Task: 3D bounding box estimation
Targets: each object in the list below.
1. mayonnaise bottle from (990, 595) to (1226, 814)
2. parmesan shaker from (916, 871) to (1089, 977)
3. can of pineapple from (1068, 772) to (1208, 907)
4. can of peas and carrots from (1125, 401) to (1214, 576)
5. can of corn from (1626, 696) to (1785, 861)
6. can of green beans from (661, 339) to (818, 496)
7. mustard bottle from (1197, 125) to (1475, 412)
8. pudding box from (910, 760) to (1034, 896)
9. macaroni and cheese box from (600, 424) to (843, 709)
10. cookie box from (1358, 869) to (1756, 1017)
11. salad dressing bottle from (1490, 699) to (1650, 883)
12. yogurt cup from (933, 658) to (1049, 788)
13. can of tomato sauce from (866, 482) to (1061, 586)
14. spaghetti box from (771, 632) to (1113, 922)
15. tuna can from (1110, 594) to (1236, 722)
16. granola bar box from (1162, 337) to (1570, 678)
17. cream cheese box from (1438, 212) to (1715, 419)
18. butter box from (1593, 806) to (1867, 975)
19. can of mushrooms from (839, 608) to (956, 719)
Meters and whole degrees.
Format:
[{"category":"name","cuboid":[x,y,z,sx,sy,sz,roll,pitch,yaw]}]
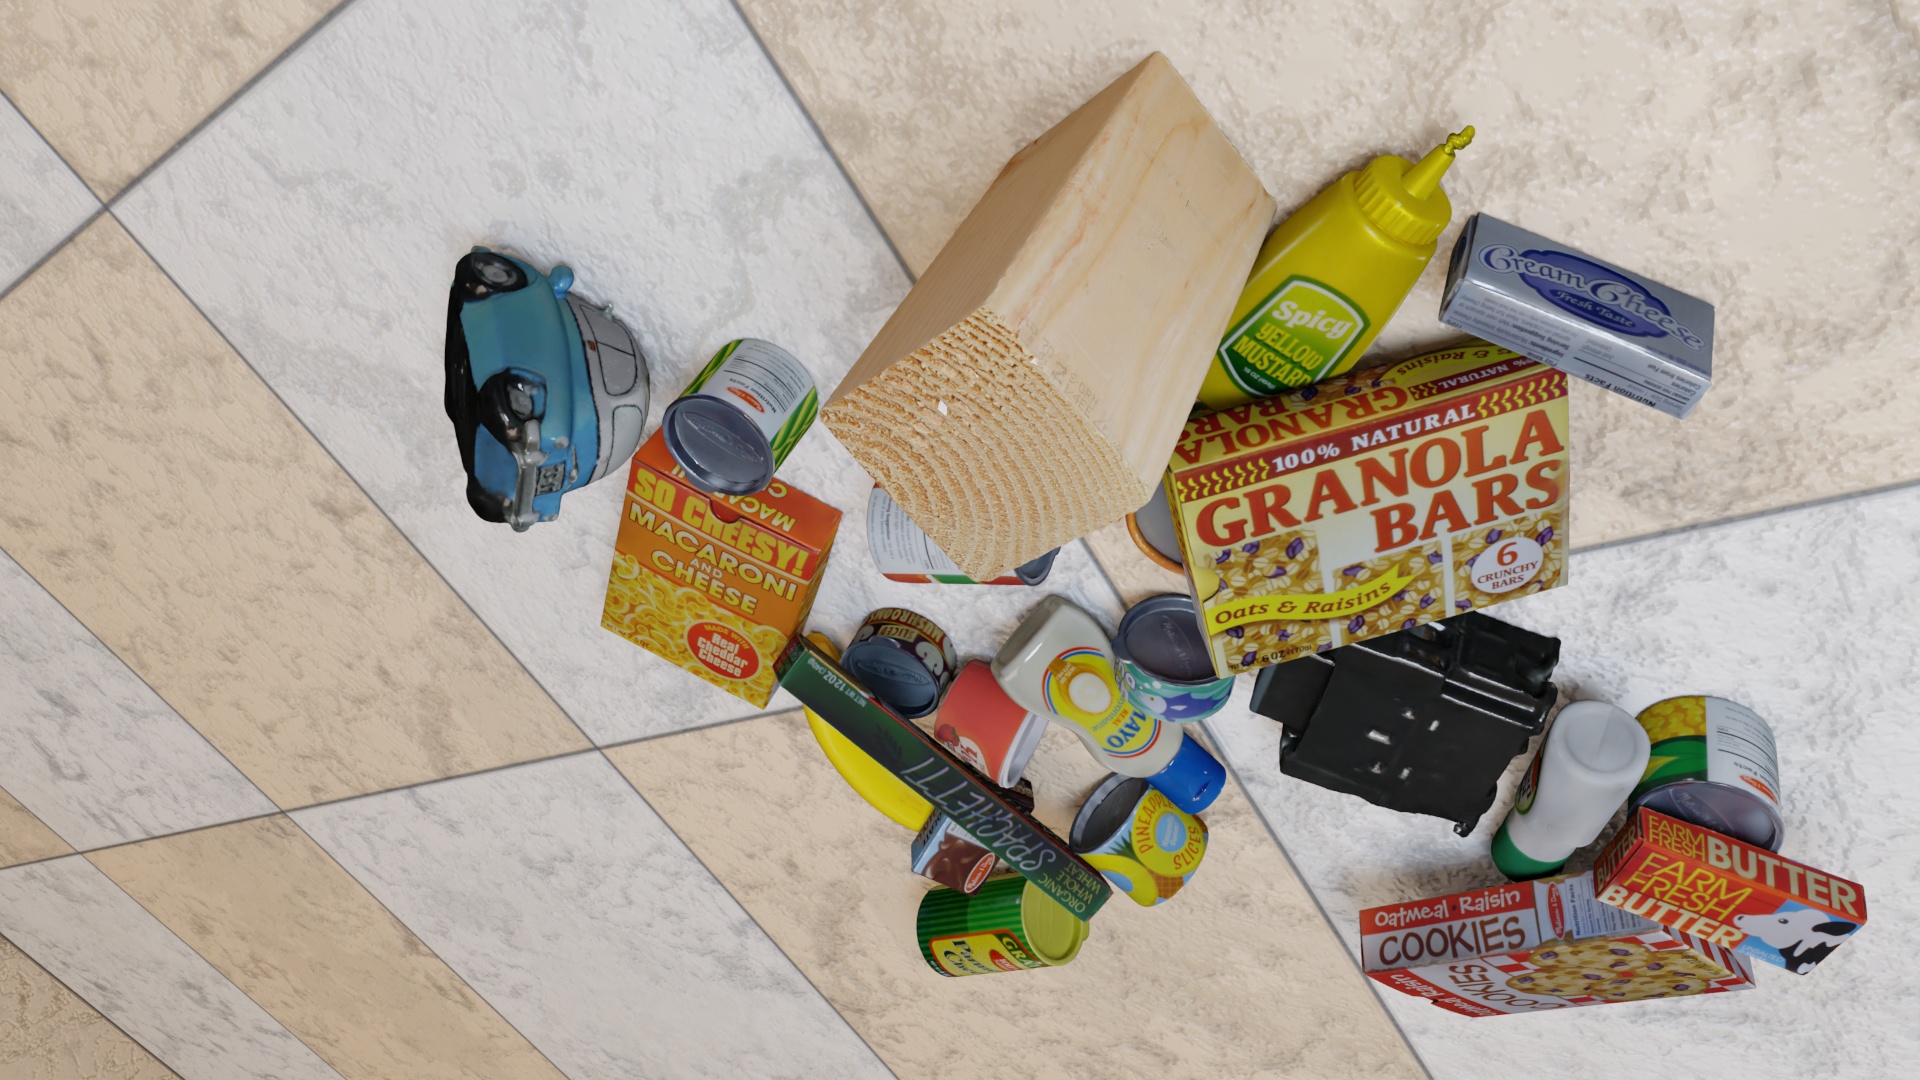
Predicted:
[{"category":"mayonnaise bottle","cuboid":[0.090,0.099,0.796,0.148,0.041,0.065,41,89,-14]},{"category":"parmesan shaker","cuboid":[0.029,0.270,0.974,0.103,0.072,0.071,-22,116,39]},{"category":"can of pineapple","cuboid":[0.110,0.181,0.851,0.058,0.071,0.070,41,135,-12]},{"category":"can of peas and carrots","cuboid":[0.116,-0.026,0.670,0.071,0.059,0.070,14,133,15]},{"category":"can of corn","cuboid":[0.359,0.119,0.676,0.071,0.058,0.070,14,134,15]},{"category":"can of green beans","cuboid":[-0.118,-0.067,0.753,0.071,0.058,0.071,14,134,15]},{"category":"mustard bottle","cuboid":[0.156,-0.112,0.580,0.065,0.049,0.159,29,136,-8]},{"category":"pudding box","cuboid":[0.007,0.187,0.908,0.049,0.030,0.083,25,111,-13]},{"category":"macaroni and cheese box","cuboid":[-0.152,0.021,0.861,0.124,0.040,0.165,27,136,2]},{"category":"cookie box","cuboid":[0.327,0.227,0.770,0.123,0.040,0.167,30,141,-35]},{"category":"salad dressing bottle","cuboid":[0.304,0.134,0.705,0.044,0.064,0.147,23,151,20]},{"category":"yogurt cup","cuboid":[0.020,0.107,0.835,0.054,0.073,0.072,26,136,16]},{"category":"can of tomato sauce","cuboid":[0.003,-0.009,0.739,0.083,0.071,0.071,0,128,28]},{"category":"spaghetti box","cuboid":[-0.009,0.145,0.844,0.250,0.028,0.050,40,178,-14]},{"category":"tuna can","cuboid":[0.113,0.064,0.743,0.071,0.071,0.032,16,135,14]},{"category":"granola bar box","cuboid":[0.179,-0.013,0.609,0.165,0.039,0.123,-16,127,5]},{"category":"cream cheese box","cuboid":[0.245,-0.090,0.551,0.104,0.054,0.024,24,137,6]},{"category":"butter box","cuboid":[0.360,0.166,0.655,0.103,0.024,0.052,20,136,9]},{"category":"can of mushrooms","cuboid":[-0.038,0.074,0.856,0.071,0.034,0.070,15,134,16]}]
